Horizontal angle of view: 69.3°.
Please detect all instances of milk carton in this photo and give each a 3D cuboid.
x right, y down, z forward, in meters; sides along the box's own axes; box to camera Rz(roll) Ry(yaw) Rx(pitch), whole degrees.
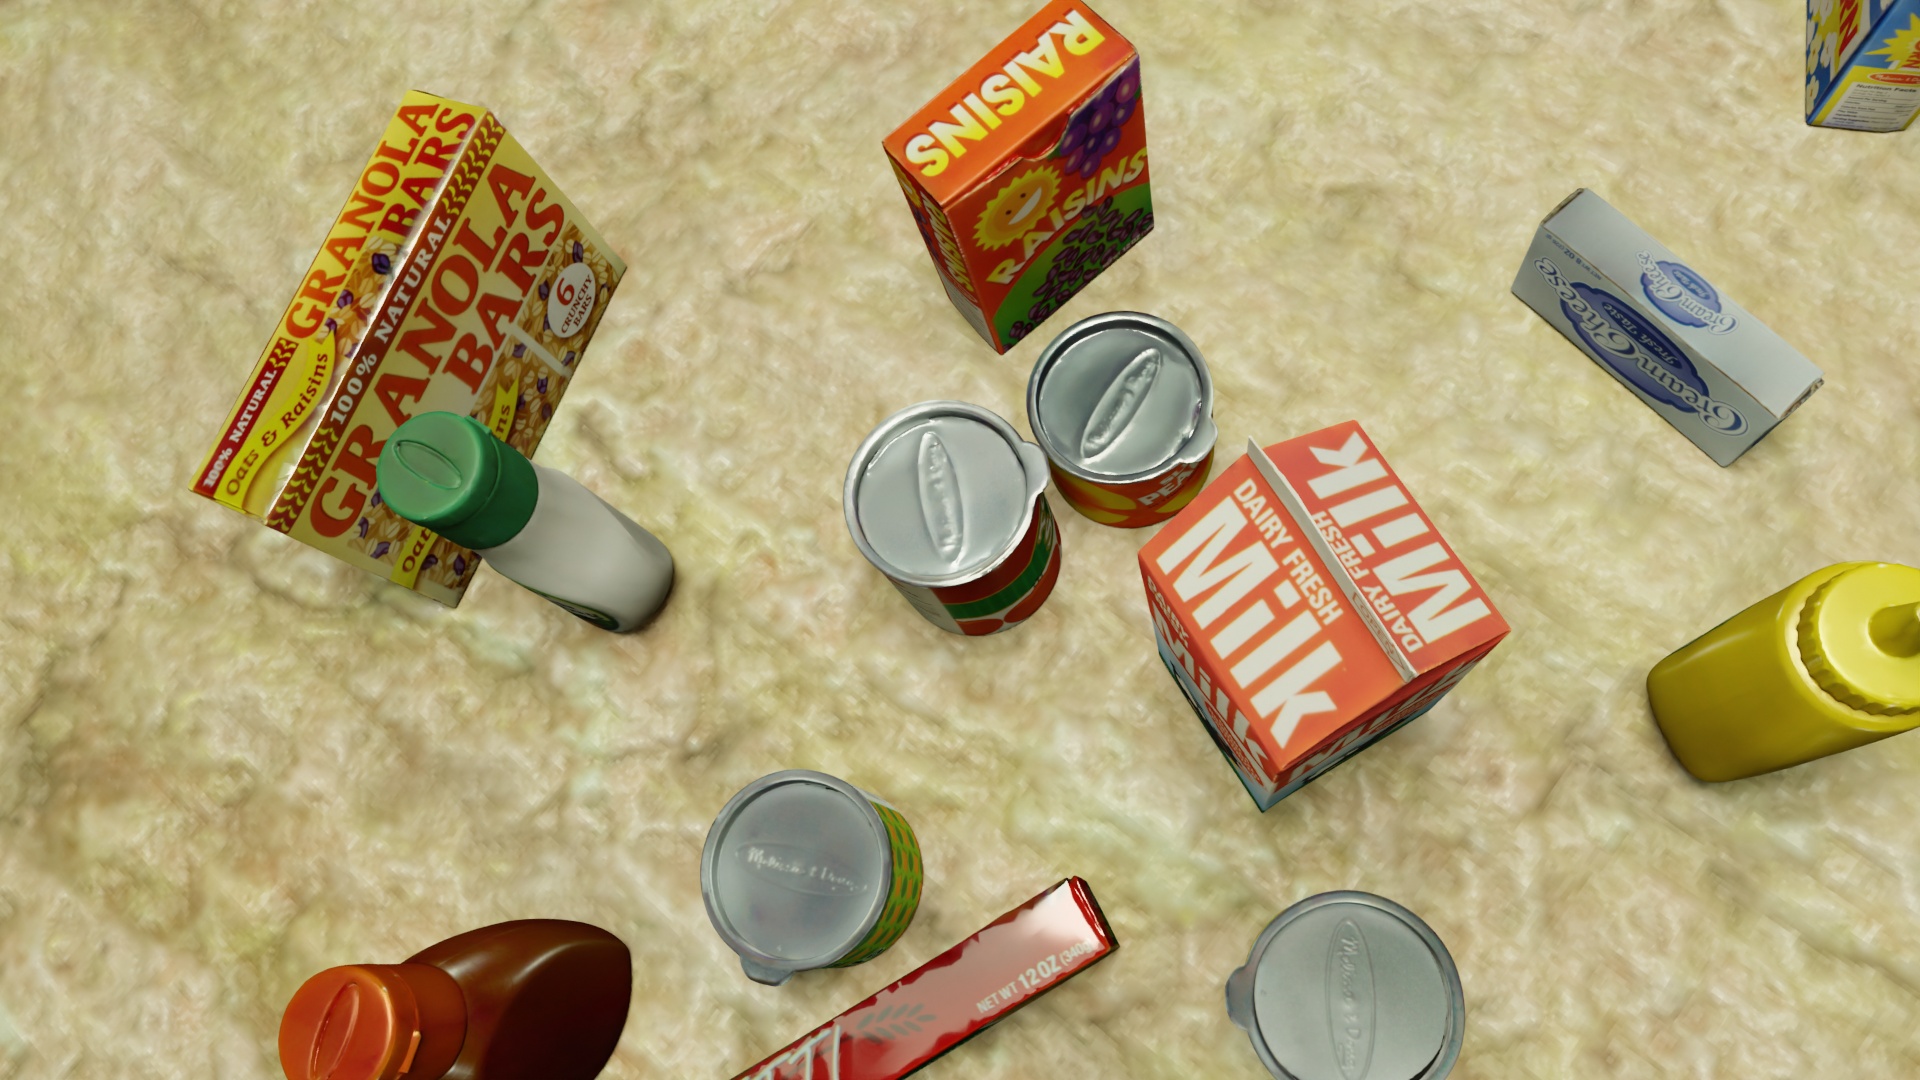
[{"bbox_3d":[0.104,0.027,0.418,0.073,0.190,0.072,-32,71,0],"label":"milk carton"}]

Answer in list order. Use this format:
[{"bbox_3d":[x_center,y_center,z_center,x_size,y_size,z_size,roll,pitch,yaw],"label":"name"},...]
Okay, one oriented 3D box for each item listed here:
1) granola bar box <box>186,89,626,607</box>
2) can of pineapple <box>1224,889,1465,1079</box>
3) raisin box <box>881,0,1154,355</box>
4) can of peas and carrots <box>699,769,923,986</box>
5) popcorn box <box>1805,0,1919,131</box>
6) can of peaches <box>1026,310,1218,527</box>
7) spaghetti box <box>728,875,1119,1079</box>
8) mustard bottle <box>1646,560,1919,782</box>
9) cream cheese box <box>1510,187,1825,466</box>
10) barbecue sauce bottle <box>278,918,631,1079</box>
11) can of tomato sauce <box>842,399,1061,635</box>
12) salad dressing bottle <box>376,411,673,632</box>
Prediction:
[{"bbox_3d":[-0.205,-0.069,0.539,0.039,0.124,0.166,20,78,15],"label":"granola bar box"},{"bbox_3d":[0.122,0.147,0.448,0.071,0.057,0.071,-3,73,10],"label":"can of pineapple"},{"bbox_3d":[0.026,-0.130,0.515,0.086,0.123,0.040,-39,71,-2],"label":"raisin box"},{"bbox_3d":[-0.051,0.119,0.488,0.071,0.058,0.071,-3,73,10],"label":"can of peas and carrots"},{"bbox_3d":[0.344,-0.227,0.505,0.038,0.085,0.127,7,75,12],"label":"popcorn box"},{"bbox_3d":[0.063,-0.042,0.516,0.071,0.058,0.071,-3,73,10],"label":"can of peaches"},{"bbox_3d":[-0.059,0.190,0.473,0.250,0.050,0.029,-31,71,0],"label":"spaghetti box"},{"bbox_3d":[0.251,0.036,0.404,0.065,0.160,0.049,-22,71,4],"label":"mustard bottle"},{"bbox_3d":[0.248,-0.075,0.494,0.024,0.053,0.104,-42,71,-3],"label":"cream cheese box"},{"bbox_3d":[-0.157,0.155,0.450,0.044,0.148,0.065,14,77,14],"label":"barbecue sauce bottle"},{"bbox_3d":[0.002,-0.006,0.503,0.071,0.083,0.071,-3,73,10],"label":"can of tomato sauce"},{"bbox_3d":[-0.151,-0.004,0.497,0.064,0.147,0.044,30,82,17],"label":"salad dressing bottle"}]
